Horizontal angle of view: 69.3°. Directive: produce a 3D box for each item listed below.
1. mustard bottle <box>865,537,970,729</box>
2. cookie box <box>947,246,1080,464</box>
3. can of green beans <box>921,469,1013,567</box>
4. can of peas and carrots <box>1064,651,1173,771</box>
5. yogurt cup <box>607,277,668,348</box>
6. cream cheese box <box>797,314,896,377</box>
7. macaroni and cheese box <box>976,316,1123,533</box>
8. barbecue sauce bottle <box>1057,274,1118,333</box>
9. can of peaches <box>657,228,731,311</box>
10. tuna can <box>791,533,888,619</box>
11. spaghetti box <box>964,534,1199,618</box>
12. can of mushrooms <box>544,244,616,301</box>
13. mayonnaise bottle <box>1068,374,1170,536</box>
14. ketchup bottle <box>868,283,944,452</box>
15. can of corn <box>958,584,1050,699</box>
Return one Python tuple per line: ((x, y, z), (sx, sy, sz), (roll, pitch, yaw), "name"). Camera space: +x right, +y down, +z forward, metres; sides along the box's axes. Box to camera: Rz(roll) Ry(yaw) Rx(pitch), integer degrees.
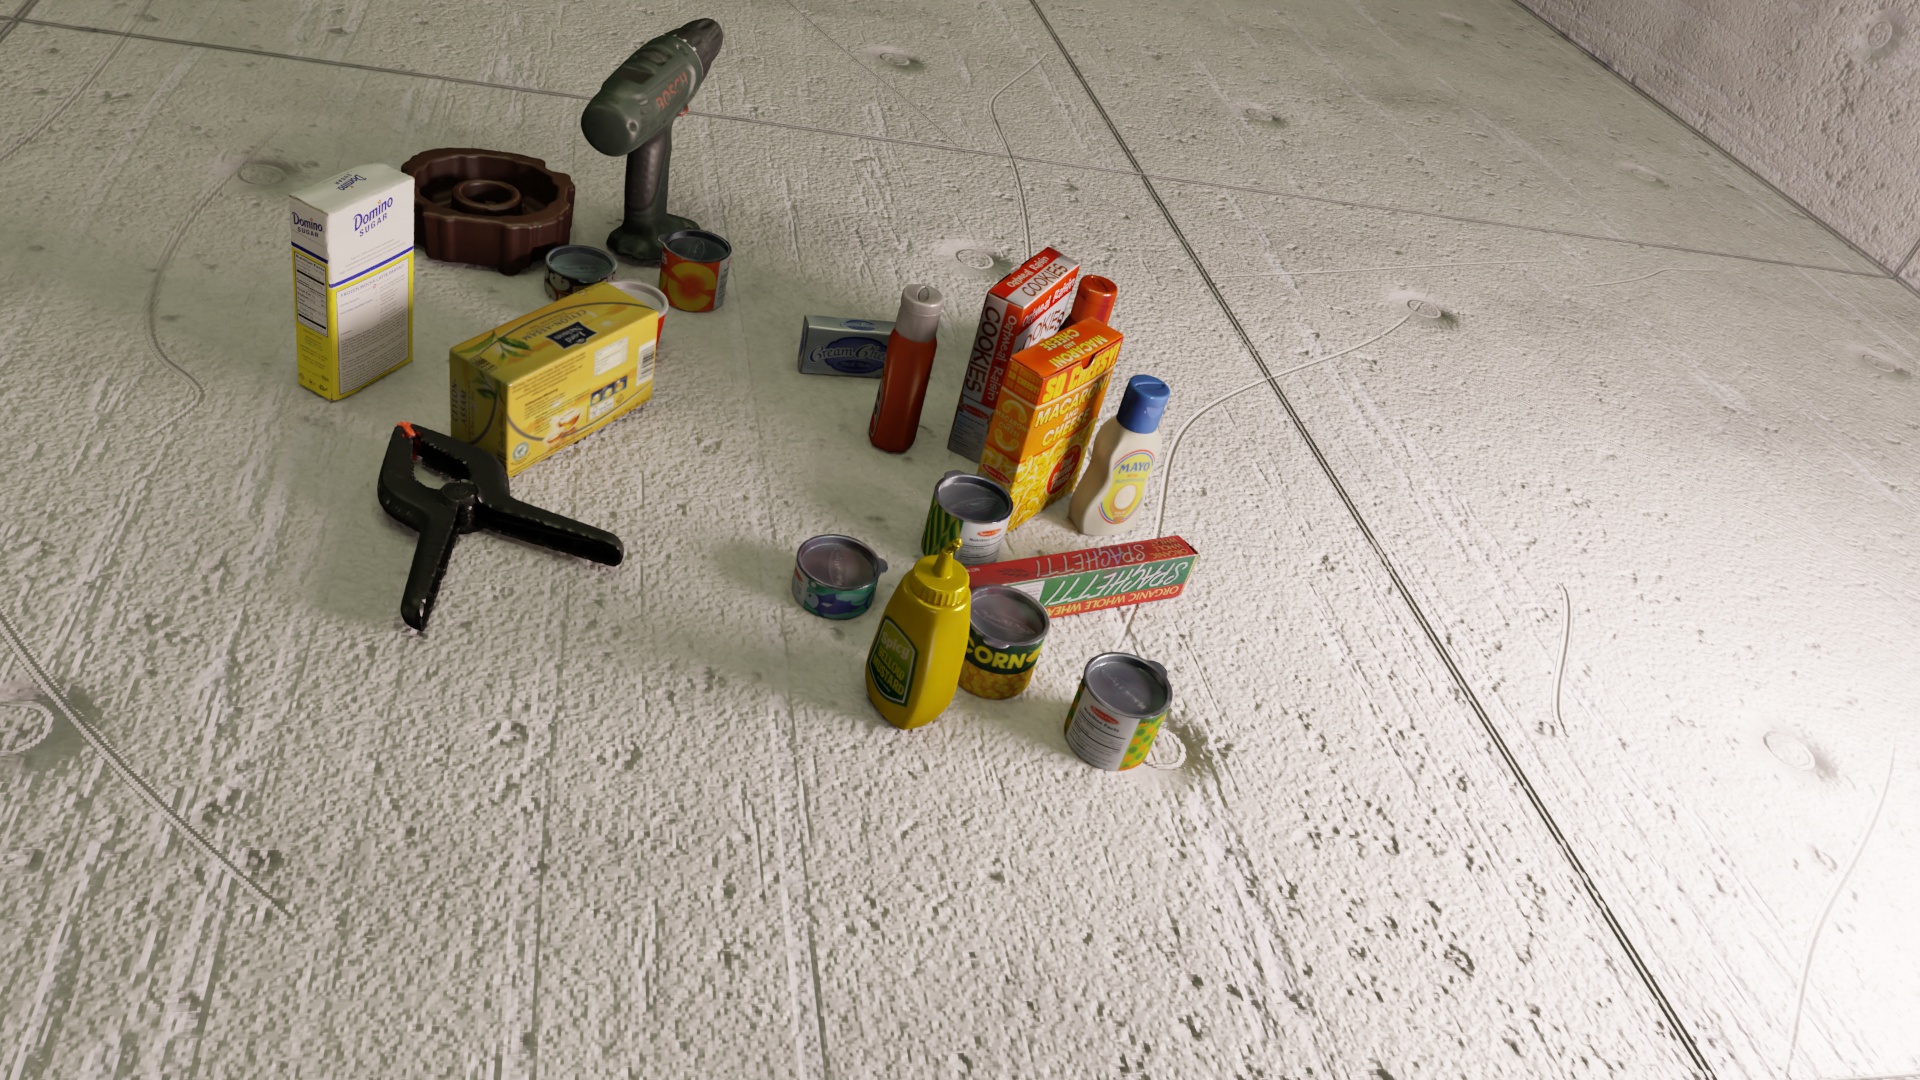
((-0.025, 0.058, 0.955), (0.049, 0.159, 0.065), (-18, 49, -37), "mustard bottle")
((0.047, -0.169, 1.265), (0.040, 0.166, 0.123), (27, 38, 14), "cookie box")
((0.005, -0.013, 1.141), (0.071, 0.057, 0.071), (10, 37, -8), "can of green beans")
((0.115, 0.123, 1.007), (0.071, 0.058, 0.071), (10, 37, -8), "can of peas and carrots")
((-0.303, -0.198, 1.267), (0.072, 0.053, 0.073), (10, 37, -8), "yogurt cup")
((-0.101, -0.184, 1.323), (0.104, 0.053, 0.024), (2, 39, -18), "cream cheese box")
((0.072, -0.095, 1.180), (0.040, 0.165, 0.124), (34, 40, 22), "macaroni and cheese box")
((0.112, -0.178, 1.315), (0.044, 0.147, 0.065), (-6, 42, -26), "barbecue sauce bottle")
((-0.264, -0.266, 1.365), (0.071, 0.057, 0.071), (10, 37, -8), "can of peaches")
((-0.094, 0.028, 1.073), (0.071, 0.032, 0.071), (10, 37, -8), "tuna can")
((0.079, 0.036, 1.111), (0.251, 0.049, 0.029), (-8, 43, -28), "spaghetti box")
((-0.364, -0.252, 1.331), (0.071, 0.033, 0.071), (10, 37, -8), "can of mushrooms")
((0.140, -0.071, 1.190), (0.065, 0.147, 0.041), (-5, 42, -26), "mayonnaise bottle")
((-0.047, -0.153, 1.225), (0.043, 0.148, 0.065), (13, 37, -4), "ketchup bottle")
((0.027, 0.077, 1.033), (0.071, 0.058, 0.071), (10, 37, -8), "can of corn")
